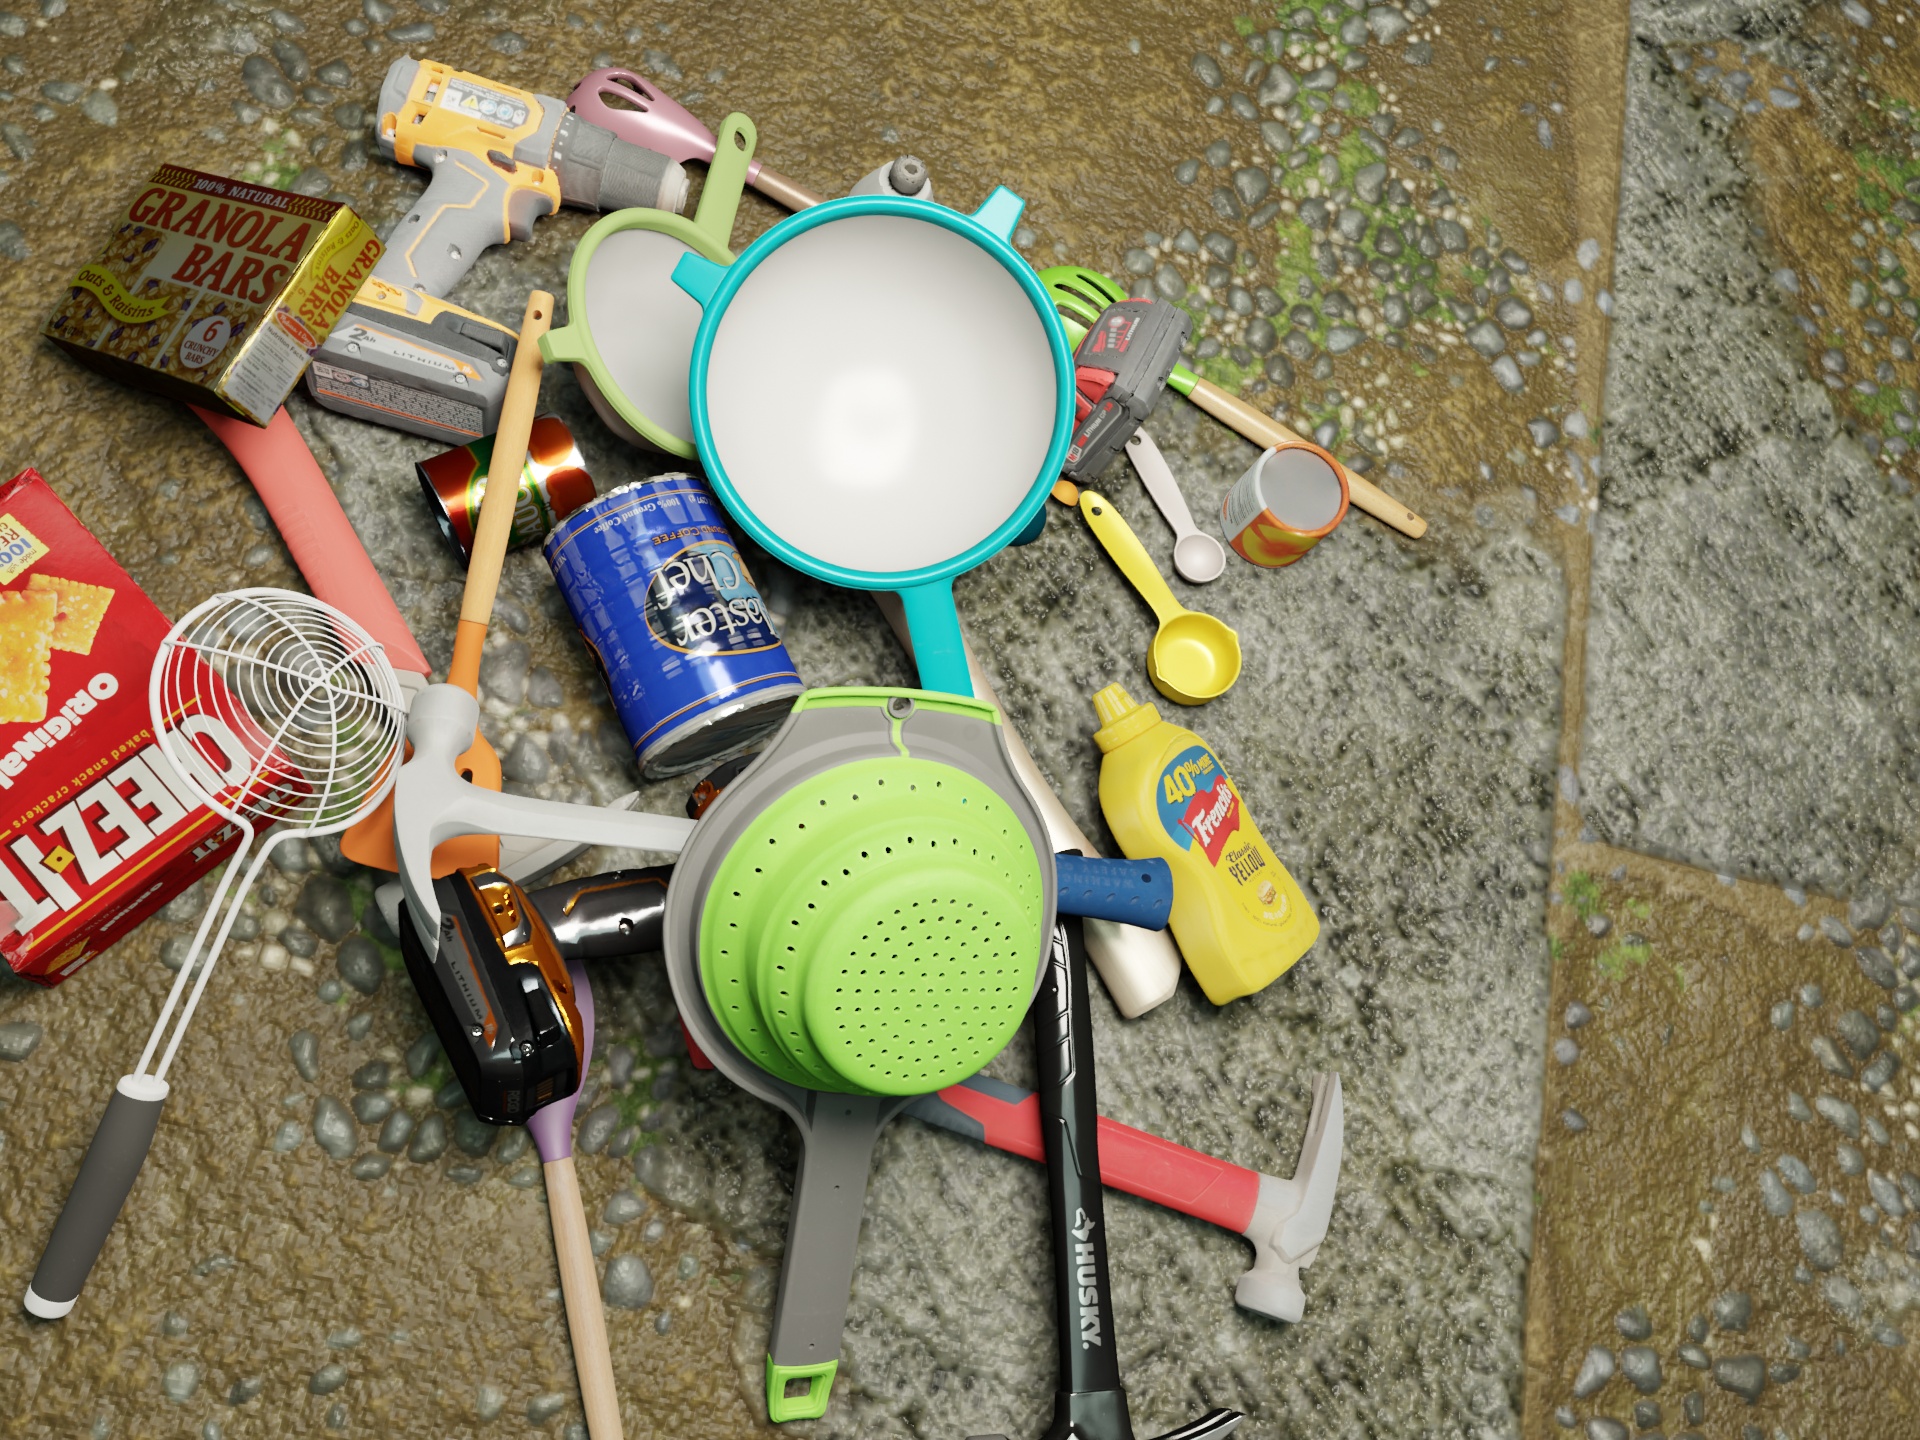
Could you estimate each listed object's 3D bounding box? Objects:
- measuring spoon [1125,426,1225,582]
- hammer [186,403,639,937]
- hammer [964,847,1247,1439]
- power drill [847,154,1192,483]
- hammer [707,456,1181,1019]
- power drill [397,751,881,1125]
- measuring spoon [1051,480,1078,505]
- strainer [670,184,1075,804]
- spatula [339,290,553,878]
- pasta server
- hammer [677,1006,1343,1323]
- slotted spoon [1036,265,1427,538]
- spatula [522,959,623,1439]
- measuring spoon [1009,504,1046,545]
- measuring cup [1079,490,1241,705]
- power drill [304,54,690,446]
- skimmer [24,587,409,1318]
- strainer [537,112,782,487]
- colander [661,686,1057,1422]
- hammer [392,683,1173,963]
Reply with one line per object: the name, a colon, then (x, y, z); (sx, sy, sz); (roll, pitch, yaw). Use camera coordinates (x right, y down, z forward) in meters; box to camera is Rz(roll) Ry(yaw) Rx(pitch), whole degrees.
measuring spoon: (0.133, -0.141, 1.033); (0.034, 0.018, 0.124); (-20, 73, -18)
hammer: (-0.328, -0.066, 0.894); (0.149, 0.036, 0.359); (-28, 83, -18)
hammer: (0.066, 0.234, 0.858); (0.146, 0.035, 0.335); (1, 72, -13)
power drill: (0.020, -0.250, 0.969); (0.219, 0.143, 0.079); (30, 64, -5)
hammer: (-0.002, -0.003, 0.950); (0.146, 0.038, 0.411); (-29, 83, -17)
power drill: (-0.154, 0.120, 0.825); (0.226, 0.084, 0.164); (-21, 62, -29)
measuring spoon: (0.028, -0.174, 1.011); (0.117, 0.011, 0.021); (35, 27, -2)
strainer: (-0.032, -0.121, 0.916); (0.211, 0.095, 0.340); (-13, 101, -4)
spatula: (-0.257, -0.077, 0.855); (0.081, 0.041, 0.322); (11, 86, -10)
pasta server: (-0.107, -0.334, 1.026); (0.316, 0.040, 0.060); (27, 71, -9)
hammer: (0.031, 0.208, 0.897); (0.386, 0.038, 0.143); (21, 70, -6)
slotted spoon: (0.177, -0.209, 1.054); (0.313, 0.031, 0.070); (32, 69, -4)
spatula: (-0.206, 0.257, 0.840); (0.059, 0.018, 0.316); (-10, 76, -16)
measuring spoon: (0.006, -0.164, 1.003); (0.128, 0.021, 0.042); (46, 70, 2)
measuring cup: (0.118, -0.077, 1.006); (0.062, 0.029, 0.157); (-28, 77, -19)
power drill: (-0.273, -0.277, 0.946); (0.185, 0.084, 0.226); (15, 68, -10)
skimmer: (-0.385, 0.113, 0.786); (0.127, 0.090, 0.363); (22, 95, -42)
strainer: (-0.171, -0.259, 0.949); (0.151, 0.069, 0.257); (33, 53, -37)
colander: (-0.043, 0.186, 0.766); (0.204, 0.095, 0.397); (4, 104, -23)
hammer: (-0.081, 0.072, 0.819); (0.405, 0.035, 0.144); (9, 49, -16)
